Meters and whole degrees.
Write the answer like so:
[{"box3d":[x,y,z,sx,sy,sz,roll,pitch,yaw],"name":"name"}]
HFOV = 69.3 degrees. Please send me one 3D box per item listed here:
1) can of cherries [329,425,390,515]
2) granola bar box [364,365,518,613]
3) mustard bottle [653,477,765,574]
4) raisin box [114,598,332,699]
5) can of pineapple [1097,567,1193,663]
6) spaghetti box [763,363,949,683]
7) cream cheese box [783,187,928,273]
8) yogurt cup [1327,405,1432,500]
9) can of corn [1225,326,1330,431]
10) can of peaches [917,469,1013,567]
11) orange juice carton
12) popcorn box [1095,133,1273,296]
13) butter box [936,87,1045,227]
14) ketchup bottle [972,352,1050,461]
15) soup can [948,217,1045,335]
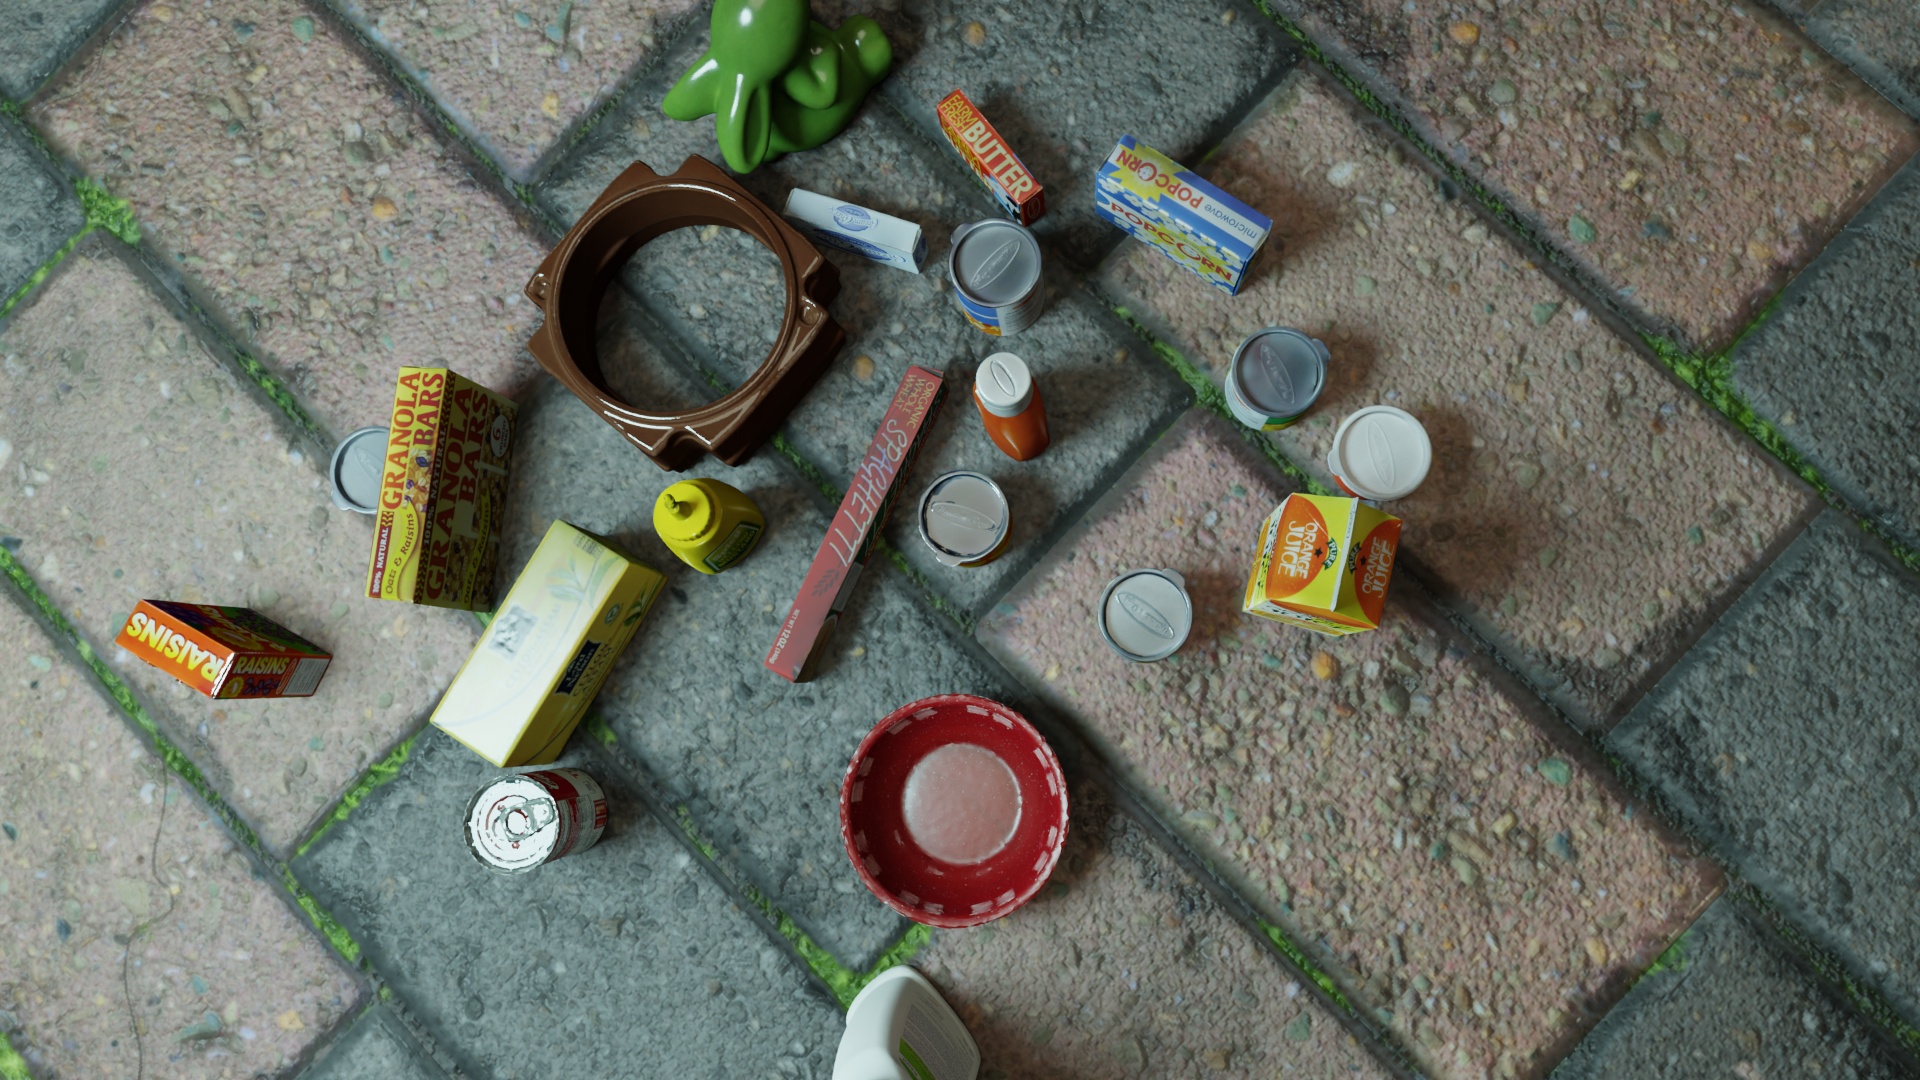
[{"box3d":[-0.436,-0.048,1.058,0.071,0.058,0.071,-1,83,5],"name":"can of cherries"},{"box3d":[-0.378,-0.034,1.018,0.039,0.124,0.165,5,84,6],"name":"granola bar box"},{"box3d":[-0.183,-0.013,0.979,0.049,0.160,0.065,43,89,8],"name":"mustard bottle"},{"box3d":[-0.537,0.081,1.019,0.086,0.123,0.040,28,87,8],"name":"raisin box"},{"box3d":[0.133,0.054,0.994,0.071,0.058,0.071,-1,83,5],"name":"can of pineapple"},{"box3d":[-0.074,-0.013,1.025,0.029,0.050,0.250,25,86,8],"name":"spaghetti box"},{"box3d":[-0.077,-0.234,1.050,0.104,0.053,0.024,18,86,7],"name":"cream cheese box"},{"box3d":[0.297,-0.059,0.995,0.072,0.054,0.072,-1,83,5],"name":"yogurt cup"},{"box3d":[0.229,-0.117,1.006,0.071,0.058,0.071,-1,83,5],"name":"can of corn"},{"box3d":[0.004,-0.013,1.014,0.071,0.058,0.071,-1,83,5],"name":"can of peaches"},{"box3d":[0.239,0.018,0.921,0.073,0.192,0.072,14,85,7],"name":"orange juice carton"},{"box3d":[0.161,-0.235,1.012,0.127,0.085,0.038,33,88,8],"name":"popcorn box"},{"box3d":[0.023,-0.288,1.048,0.024,0.053,0.103,-38,82,0],"name":"butter box"},{"box3d":[0.034,-0.097,0.975,0.043,0.148,0.065,-32,82,1],"name":"ketchup bottle"},{"box3d":[0.027,-0.194,1.020,0.071,0.083,0.071,-1,84,5],"name":"soup can"}]
